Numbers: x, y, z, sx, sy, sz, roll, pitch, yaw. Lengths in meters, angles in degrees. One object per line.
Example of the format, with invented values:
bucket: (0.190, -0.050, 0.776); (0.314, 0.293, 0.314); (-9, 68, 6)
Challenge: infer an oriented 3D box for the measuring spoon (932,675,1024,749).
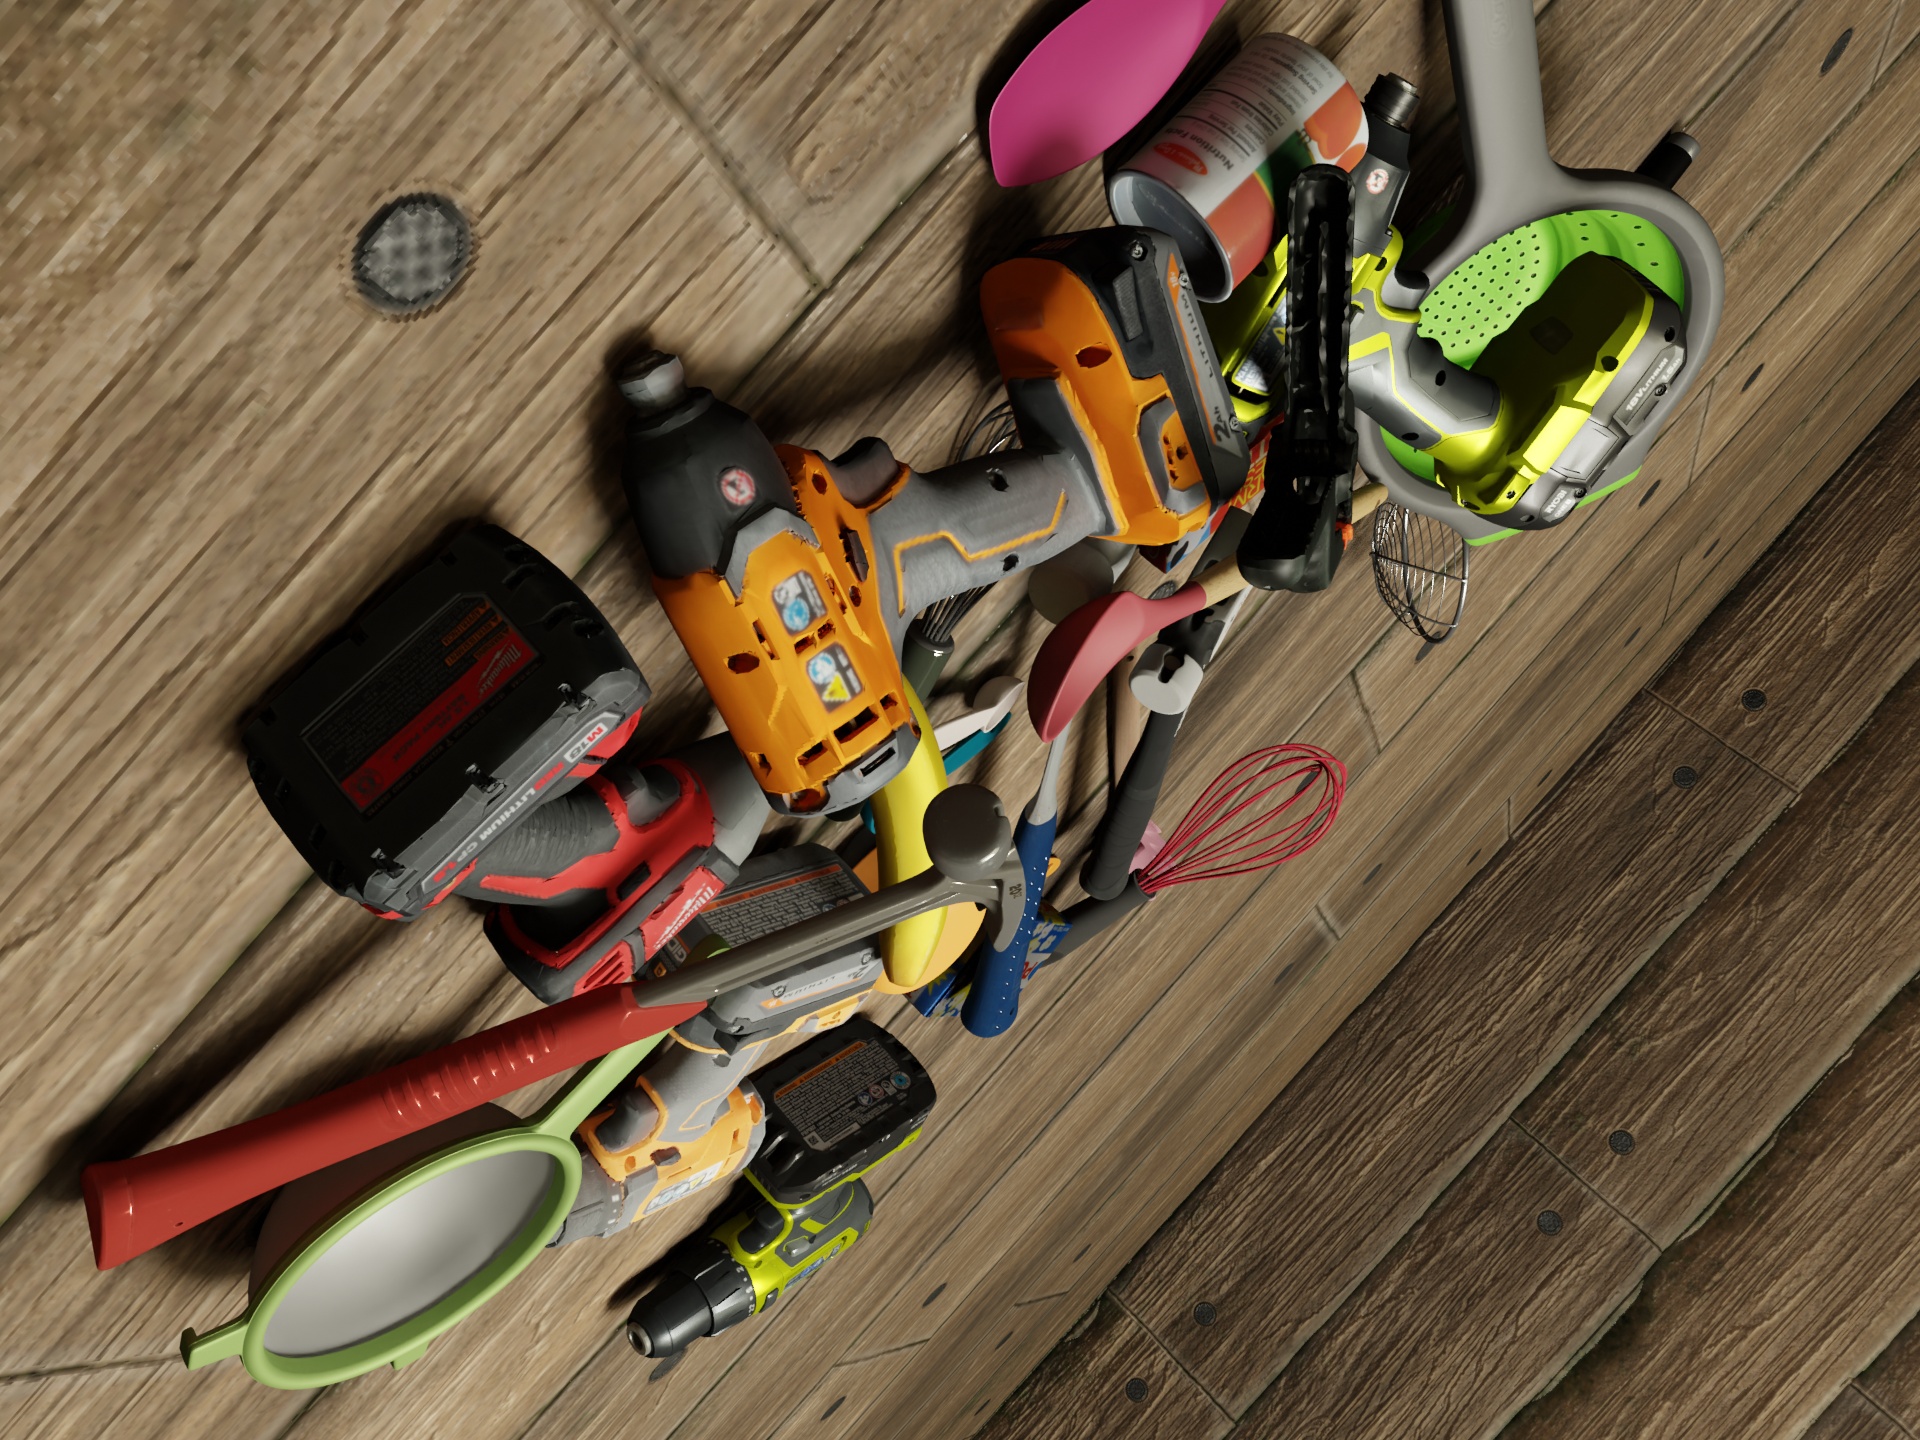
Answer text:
measuring spoon: (-0.001, -0.003, 0.805); (0.034, 0.018, 0.124); (-56, 166, 24)

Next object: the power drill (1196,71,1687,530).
power drill: (0.220, -0.186, 0.745); (0.223, 0.080, 0.171); (15, 124, -26)

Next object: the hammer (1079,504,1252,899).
hammer: (0.115, 0.014, 0.935); (0.146, 0.035, 0.334); (-57, 168, -30)

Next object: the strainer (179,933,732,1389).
strainer: (-0.205, 0.170, 0.681); (0.256, 0.069, 0.151); (-45, 153, -4)

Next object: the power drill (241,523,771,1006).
power drill: (-0.140, 0.027, 0.580); (0.143, 0.079, 0.219); (-43, 158, -7)

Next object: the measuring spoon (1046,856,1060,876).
measuring spoon: (0.041, 0.097, 1.060); (0.021, 0.011, 0.117); (-53, 159, 12)

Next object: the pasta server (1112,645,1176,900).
pasta server: (0.112, 0.039, 1.054); (0.060, 0.040, 0.316); (-17, 148, -5)

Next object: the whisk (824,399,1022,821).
whisk: (-0.011, -0.045, 0.729); (0.059, 0.058, 0.246); (15, 123, -25)

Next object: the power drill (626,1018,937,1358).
power drill: (-0.118, 0.313, 1.035); (0.190, 0.080, 0.228); (-24, 149, -43)

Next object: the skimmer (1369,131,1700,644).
skimmer: (0.398, -0.222, 1.077); (0.363, 0.090, 0.127); (-53, -172, 6)

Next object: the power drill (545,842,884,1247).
power drill: (-0.148, 0.174, 0.783); (0.185, 0.084, 0.226); (-13, 142, -50)

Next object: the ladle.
ladle: (0.126, -0.068, 0.754); (0.315, 0.031, 0.069); (-29, 149, -43)

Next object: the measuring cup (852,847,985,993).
measuring cup: (-0.017, 0.125, 0.904); (0.095, 0.052, 0.173); (-44, 152, -9)

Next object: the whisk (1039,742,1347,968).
whisk: (0.141, 0.103, 1.087); (0.296, 0.073, 0.073); (-37, 164, 32)

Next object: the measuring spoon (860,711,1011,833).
measuring spoon: (-0.015, 0.019, 0.849); (0.128, 0.021, 0.042); (-35, 153, -47)

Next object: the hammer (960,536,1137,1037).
hammer: (0.050, 0.038, 0.878); (0.144, 0.035, 0.405); (-51, 160, -43)

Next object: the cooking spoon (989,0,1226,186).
cooking spoon: (0.126, -0.302, 0.597); (0.319, 0.017, 0.068); (-41, 156, -14)

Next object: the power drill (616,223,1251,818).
power drill: (-0.011, -0.092, 0.571); (0.226, 0.084, 0.164); (-37, 117, -24)

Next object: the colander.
colander: (0.264, -0.265, 0.803); (0.204, 0.095, 0.396); (-23, 137, 7)

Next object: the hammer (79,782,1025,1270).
hammer: (-0.145, 0.120, 0.601); (0.359, 0.037, 0.149); (-21, 159, -7)
